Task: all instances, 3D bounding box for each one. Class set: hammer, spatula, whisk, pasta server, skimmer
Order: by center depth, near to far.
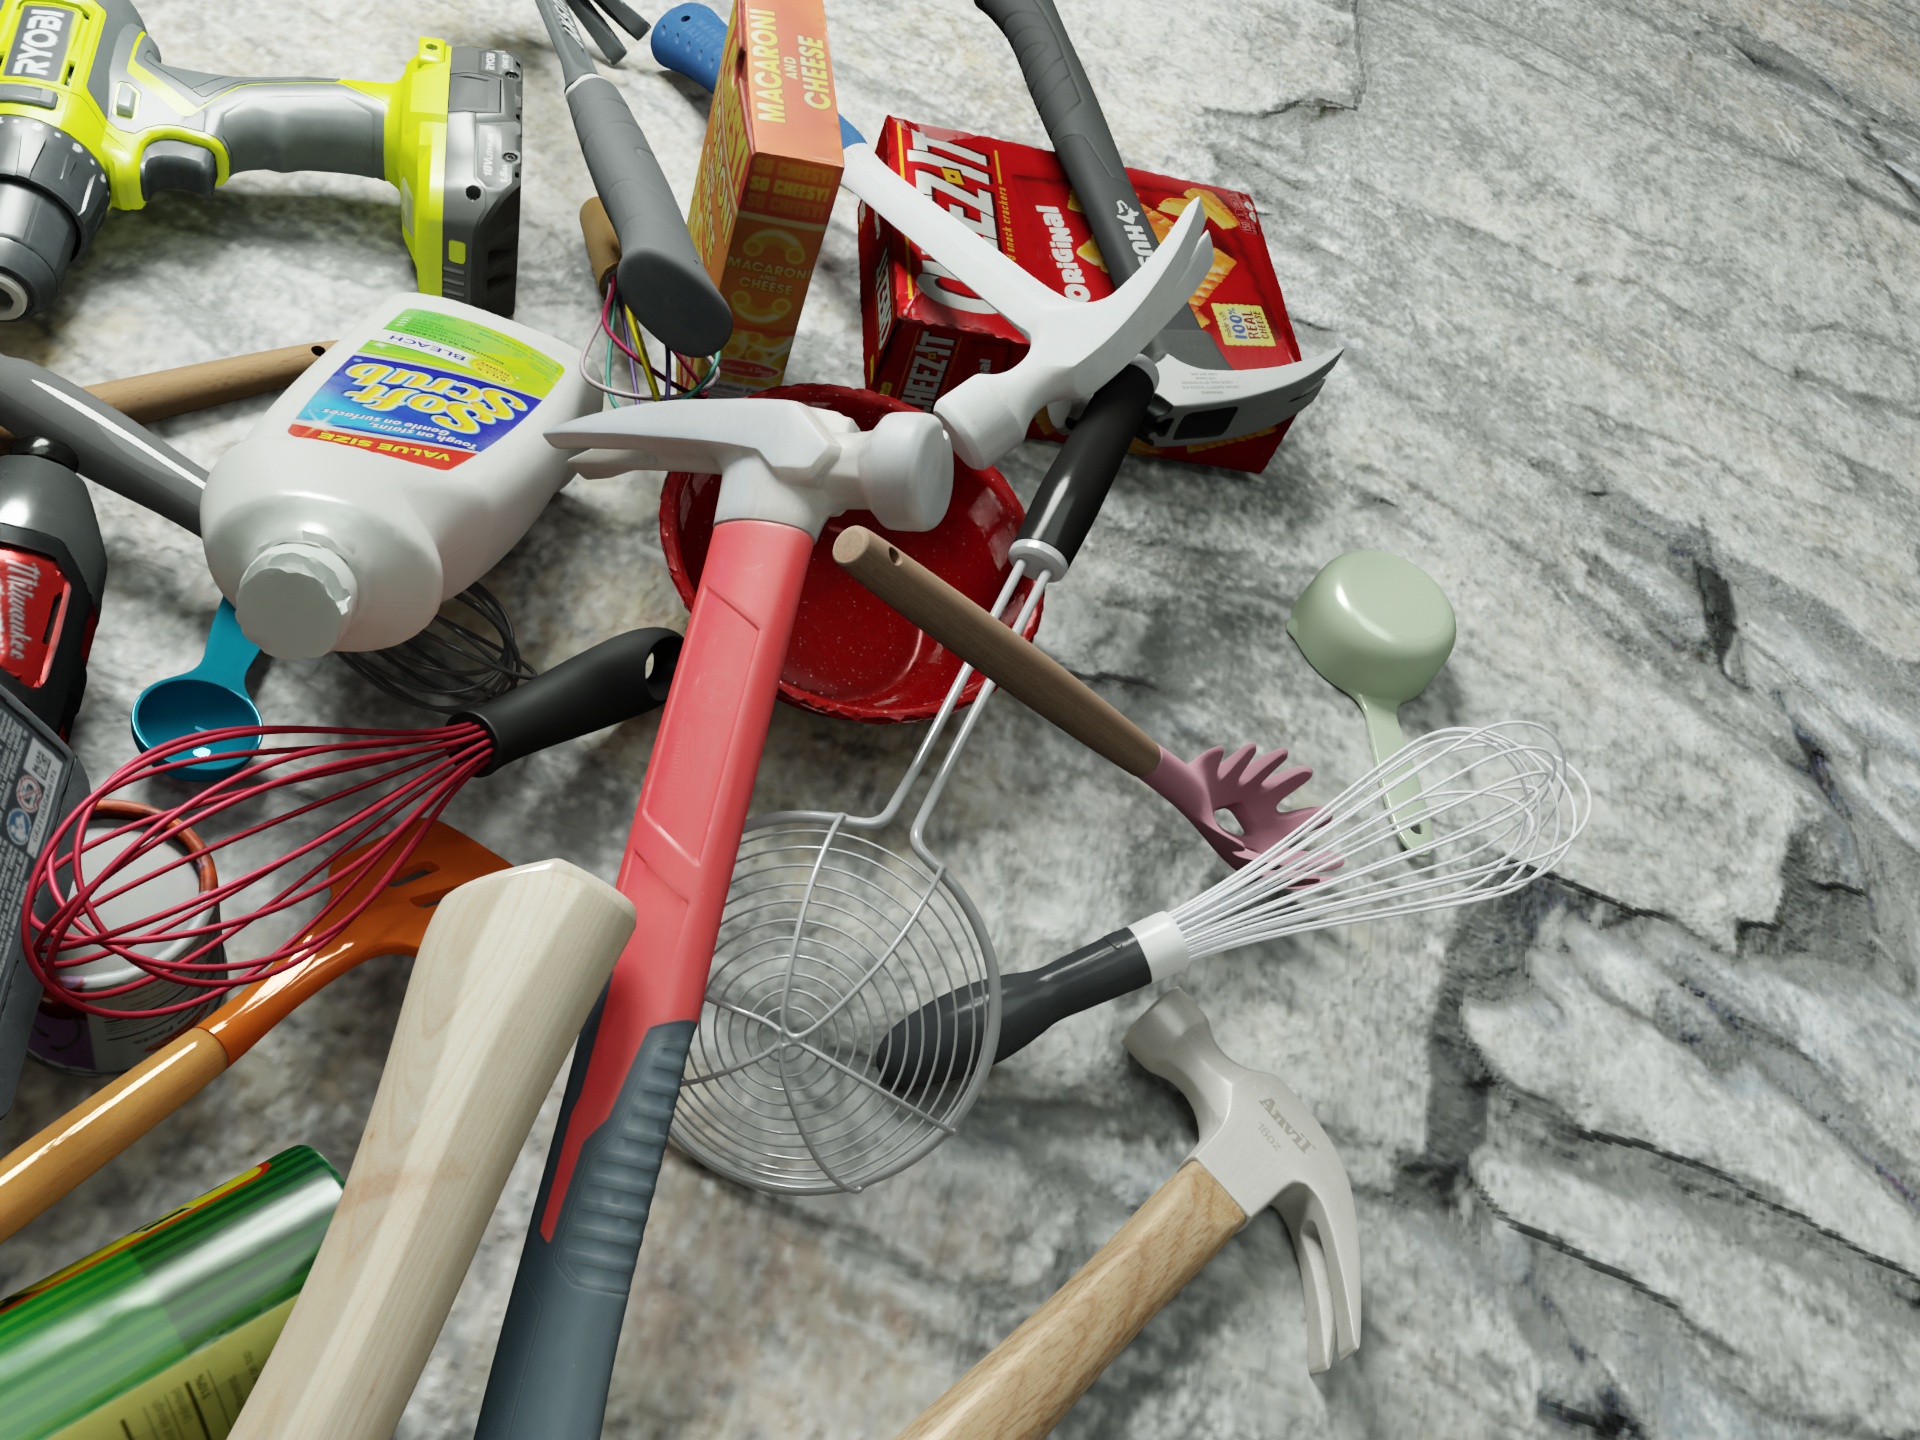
[{"bbox_3d":[-0.167,0.220,0.357,0.146,0.038,0.411,27,62,-8],"label":"hammer"},{"bbox_3d":[-0.225,0.110,0.435,0.081,0.041,0.323,31,38,12],"label":"spatula"},{"bbox_3d":[-0.107,0.077,0.478,0.143,0.038,0.386,5,70,20],"label":"hammer"},{"bbox_3d":[0.012,0.219,0.495,0.331,0.031,0.130,-32,70,-36],"label":"hammer"},{"bbox_3d":[-0.171,0.014,0.514,0.073,0.073,0.296,37,27,9],"label":"whisk"},{"bbox_3d":[0.060,0.002,0.572,0.316,0.040,0.060,33,42,-49],"label":"pasta server"},{"bbox_3d":[0.101,0.070,0.584,0.284,0.070,0.070,-22,62,-8],"label":"whisk"},{"bbox_3d":[-0.374,-0.106,0.584,0.317,0.044,0.082,-26,81,-36],"label":"spatula"},{"bbox_3d":[-0.263,-0.072,0.586,0.239,0.055,0.055,31,49,-3],"label":"whisk"},{"bbox_3d":[-0.001,-0.002,0.597,0.127,0.090,0.363,26,55,2],"label":"skimmer"},{"bbox_3d":[-0.144,-0.186,0.692,0.047,0.051,0.245,40,14,-37],"label":"whisk"},{"bbox_3d":[-0.166,-0.283,0.712,0.149,0.036,0.409,34,22,-46],"label":"hammer"},{"bbox_3d":[-0.043,-0.266,0.764,0.144,0.035,0.406,-37,52,-6],"label":"hammer"},{"bbox_3d":[0.074,-0.272,0.795,0.146,0.035,0.335,-4,58,-20],"label":"hammer"}]

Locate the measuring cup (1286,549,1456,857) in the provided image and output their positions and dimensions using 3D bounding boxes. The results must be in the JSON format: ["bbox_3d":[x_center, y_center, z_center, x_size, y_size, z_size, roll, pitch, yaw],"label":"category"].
[{"bbox_3d":[0.205,-0.014,0.743,0.083,0.038,0.168,10,49,-15],"label":"measuring cup"}]

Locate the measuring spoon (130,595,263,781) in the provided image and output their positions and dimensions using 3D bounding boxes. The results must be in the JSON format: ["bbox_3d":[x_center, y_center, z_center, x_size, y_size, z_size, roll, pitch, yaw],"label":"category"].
[{"bbox_3d":[-0.268,-0.023,0.585,0.042,0.021,0.129,21,39,-21],"label":"measuring spoon"}]

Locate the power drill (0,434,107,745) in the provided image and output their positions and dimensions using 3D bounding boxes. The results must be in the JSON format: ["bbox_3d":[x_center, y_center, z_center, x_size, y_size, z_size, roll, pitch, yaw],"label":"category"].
[{"bbox_3d":[-0.385,-0.052,0.487,0.219,0.078,0.143,17,58,-31],"label":"power drill"}]

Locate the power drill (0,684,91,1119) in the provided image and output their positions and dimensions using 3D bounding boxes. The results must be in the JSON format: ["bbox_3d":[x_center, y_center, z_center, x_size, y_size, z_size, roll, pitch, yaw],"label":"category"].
[{"bbox_3d":[-0.358,0.069,0.398,0.226,0.084,0.164,-6,57,4],"label":"power drill"}]

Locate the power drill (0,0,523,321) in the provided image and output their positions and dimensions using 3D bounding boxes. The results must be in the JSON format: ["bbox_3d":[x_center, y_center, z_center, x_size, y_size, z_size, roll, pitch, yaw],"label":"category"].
[{"bbox_3d":[-0.310,-0.237,0.690,0.228,0.080,0.191,2,54,-17],"label":"power drill"}]
